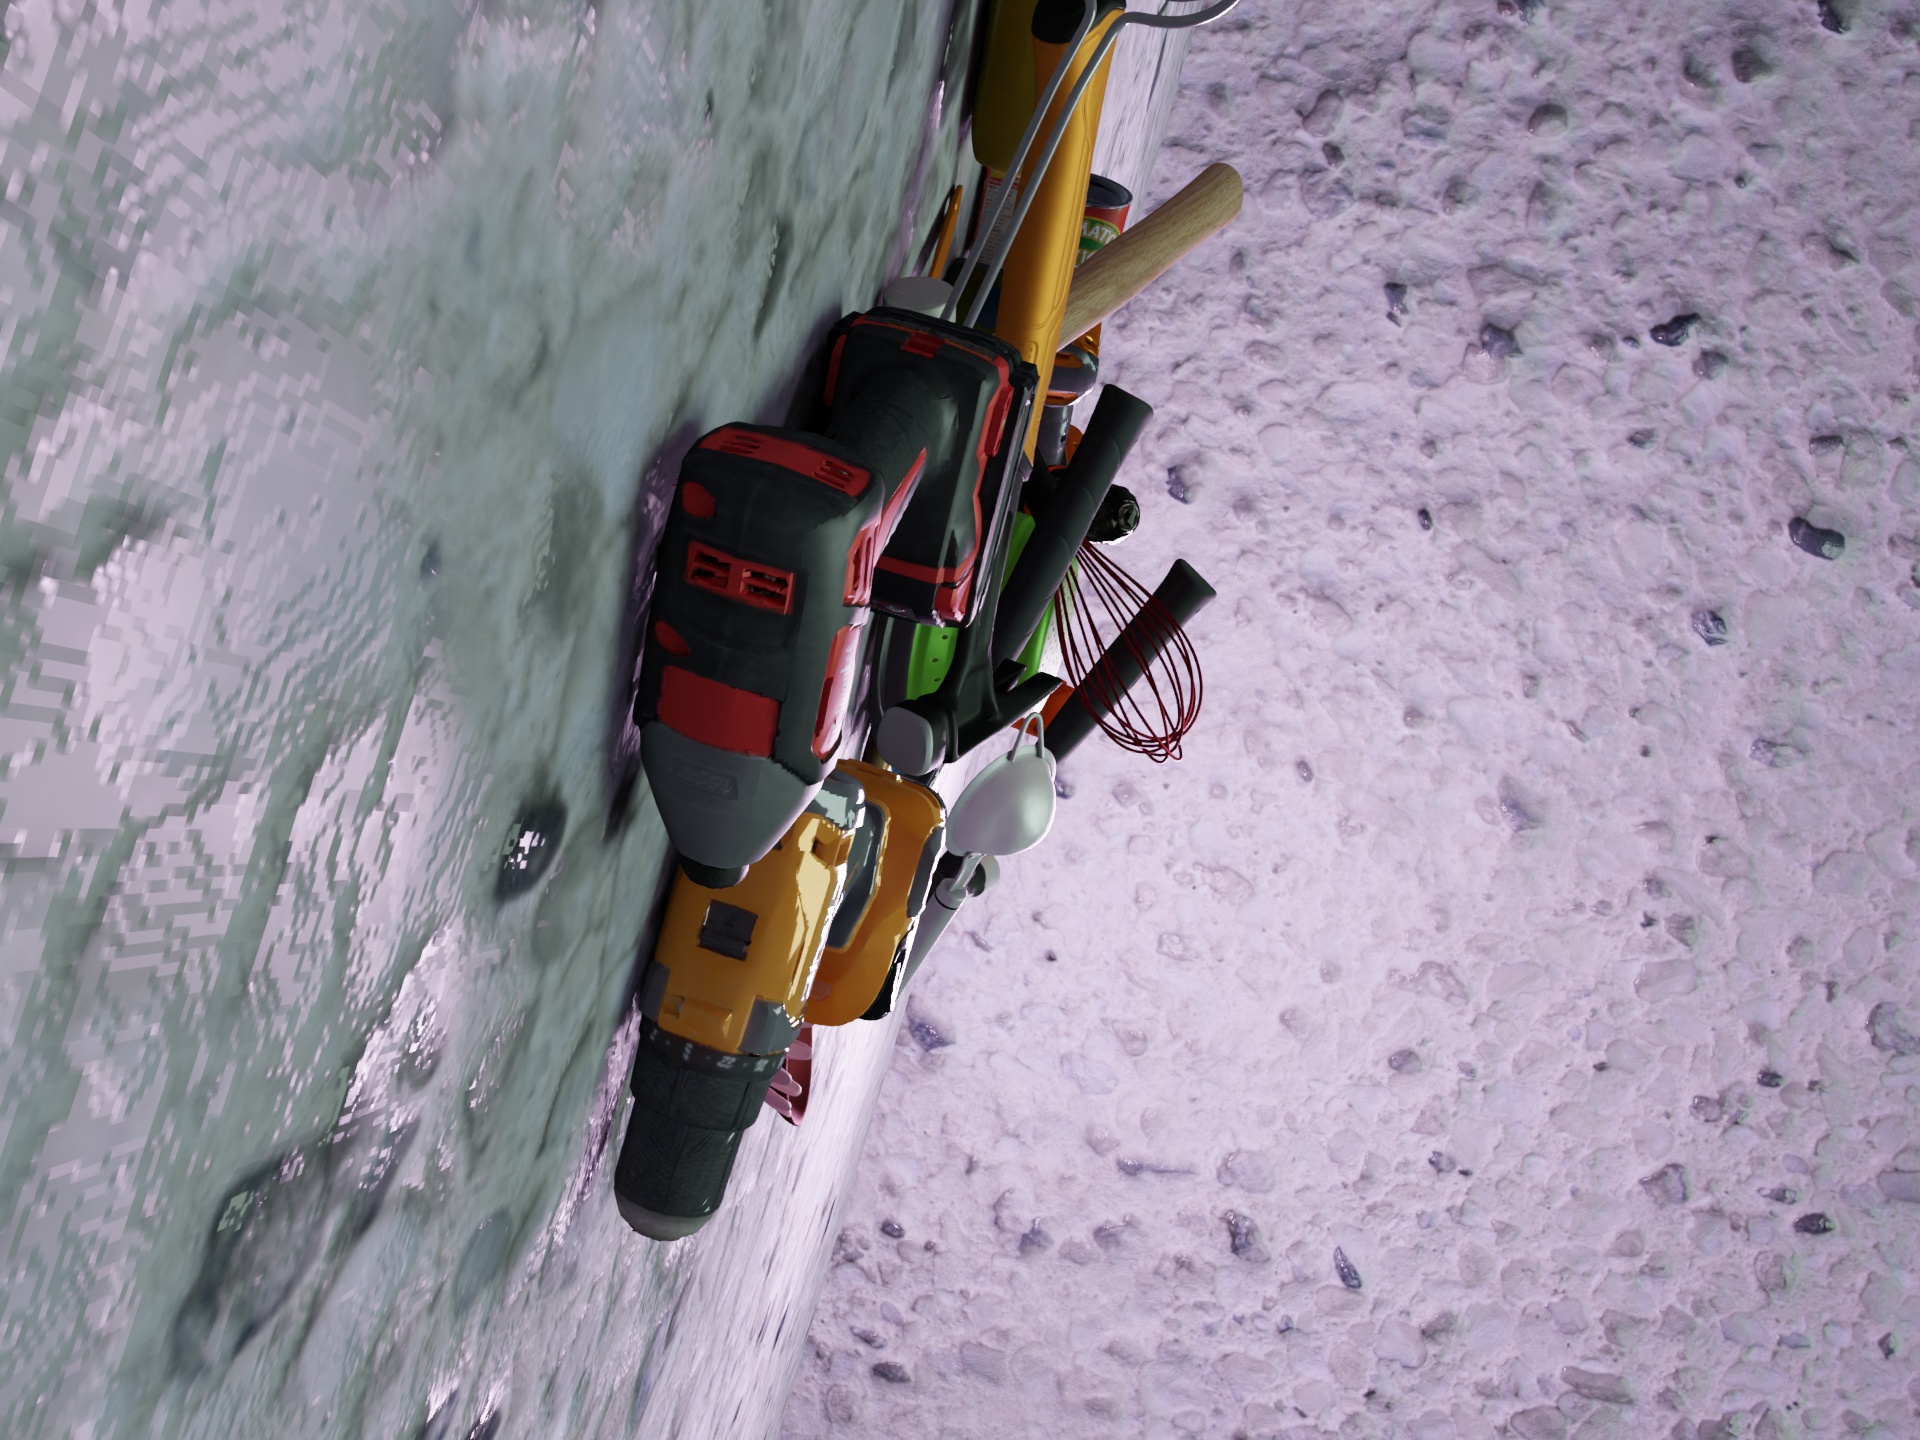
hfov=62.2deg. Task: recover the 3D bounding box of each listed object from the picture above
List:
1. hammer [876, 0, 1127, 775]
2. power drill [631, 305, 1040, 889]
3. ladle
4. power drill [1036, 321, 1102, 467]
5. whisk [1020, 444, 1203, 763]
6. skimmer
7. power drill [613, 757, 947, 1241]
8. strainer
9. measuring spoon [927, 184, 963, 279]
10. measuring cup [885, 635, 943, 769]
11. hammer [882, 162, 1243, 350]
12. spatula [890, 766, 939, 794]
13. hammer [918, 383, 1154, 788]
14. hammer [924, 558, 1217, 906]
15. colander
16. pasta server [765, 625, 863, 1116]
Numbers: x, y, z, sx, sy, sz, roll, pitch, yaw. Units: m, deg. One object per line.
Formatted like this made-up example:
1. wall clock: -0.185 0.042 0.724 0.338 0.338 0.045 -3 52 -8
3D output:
1. hammer: 0.029 -0.142 0.703 0.127 0.034 0.336 -31 137 -53
2. power drill: -0.042 -0.048 0.528 0.220 0.078 0.143 -62 168 -59
3. ladle: -0.079 0.108 1.051 0.069 0.031 0.315 56 49 -77
4. power drill: 0.075 -0.267 1.298 0.226 0.084 0.164 96 2 -52
5. whisk: 0.064 -0.102 0.933 0.073 0.073 0.296 100 -31 -61
6. skimmer: 0.001 -0.187 0.584 0.090 0.127 0.363 -24 146 -55
7. power drill: -0.075 0.102 0.669 0.226 0.084 0.185 0 107 -82
8. strainer: 0.000 0.104 0.994 0.086 0.050 0.258 -7 139 -45
9. measuring spoon: -0.015 -0.213 0.738 0.021 0.011 0.117 100 4 -53
10. measuring cup: -0.042 -0.012 1.131 0.062 0.029 0.157 93 21 -49
11. hammer: 0.061 -0.208 0.797 0.331 0.031 0.130 -45 148 -41
12. spatula: -0.008 -0.061 1.247 0.082 0.044 0.317 -4 -111 61
13. hammer: -0.001 -0.003 0.889 0.408 0.036 0.149 -62 170 24
14. hammer: 0.053 0.024 1.023 0.146 0.035 0.334 -20 153 -53
15. colander: 0.013 -0.004 1.071 0.205 0.094 0.396 -64 165 -46
16. pasta server: -0.075 0.065 0.817 0.060 0.040 0.316 -68 172 -68
